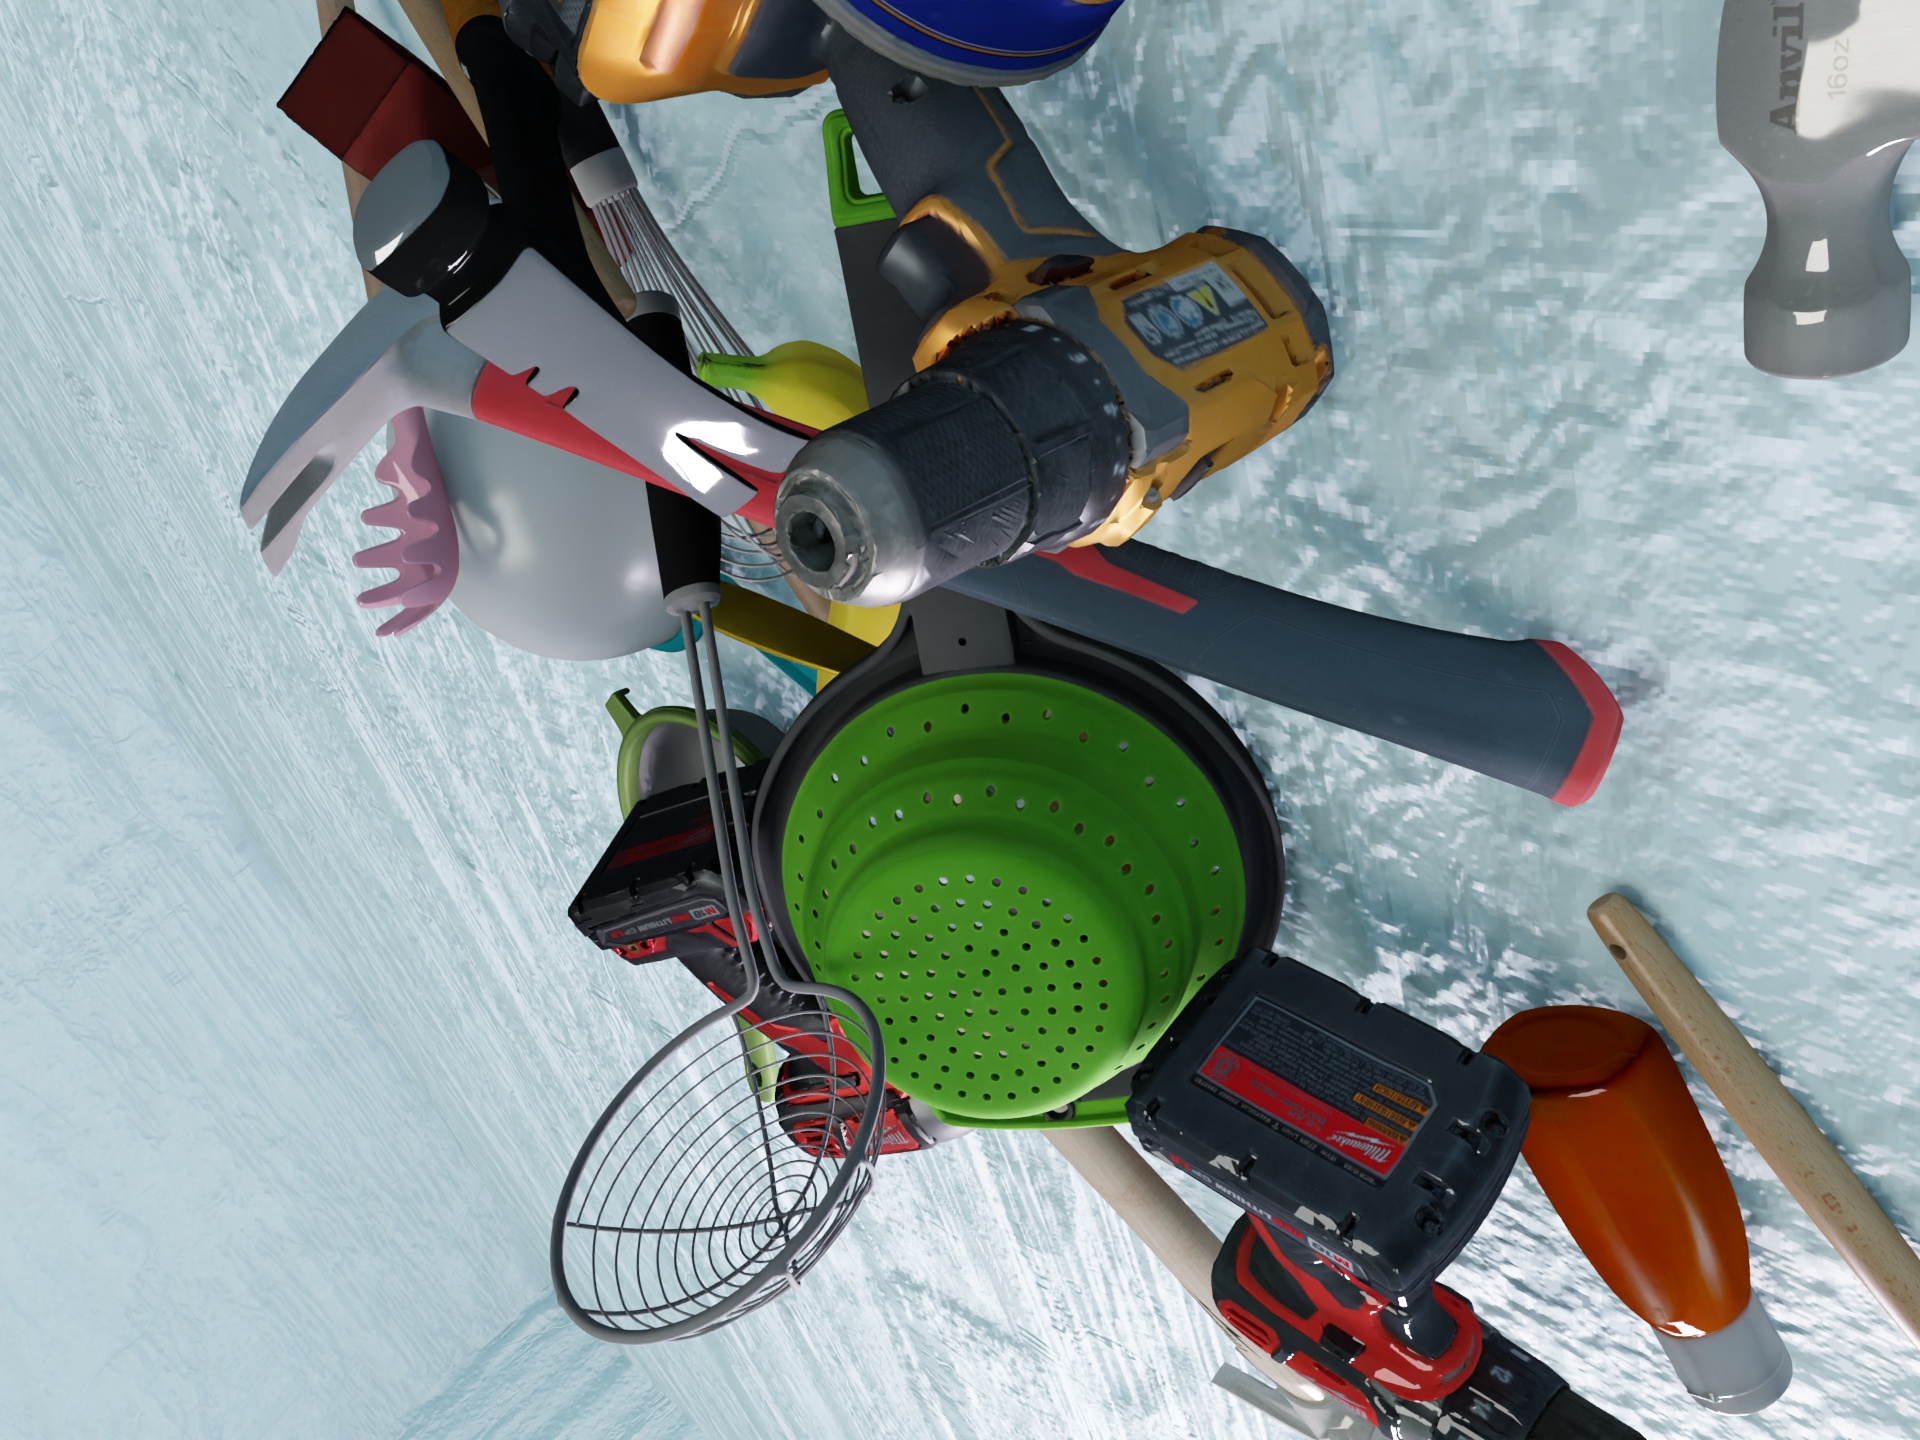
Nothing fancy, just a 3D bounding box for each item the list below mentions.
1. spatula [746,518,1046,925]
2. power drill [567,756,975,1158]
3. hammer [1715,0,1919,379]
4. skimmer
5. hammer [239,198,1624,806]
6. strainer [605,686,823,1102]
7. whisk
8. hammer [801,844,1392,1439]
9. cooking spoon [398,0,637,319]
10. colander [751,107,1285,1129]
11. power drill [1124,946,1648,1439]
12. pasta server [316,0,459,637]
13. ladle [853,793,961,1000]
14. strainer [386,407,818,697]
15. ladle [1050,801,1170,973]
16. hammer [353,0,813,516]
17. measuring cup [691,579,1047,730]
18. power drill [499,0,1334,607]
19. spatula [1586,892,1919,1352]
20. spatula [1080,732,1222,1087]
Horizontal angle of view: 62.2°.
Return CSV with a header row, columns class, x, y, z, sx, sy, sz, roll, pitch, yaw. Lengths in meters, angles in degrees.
class,x,y,z,sx,sy,sz,roll,pitch,yaw
spatula,-0.047,-0.031,0.727,0.315,0.018,0.060,57,153,-13
power drill,-0.069,0.128,0.768,0.143,0.079,0.219,-17,122,35
hammer,0.266,-0.098,0.198,0.331,0.031,0.130,17,137,45
skimmer,-0.099,0.011,0.533,0.127,0.090,0.363,-19,74,29
hammer,-0.009,-0.044,0.459,0.386,0.143,0.038,20,148,9
strainer,-0.106,0.096,0.876,0.152,0.069,0.256,18,126,36
whisk,-0.126,-0.185,0.632,0.070,0.070,0.284,-2,118,55
hammer,0.063,0.202,0.734,0.410,0.038,0.146,50,158,-17
cooking spoon,-0.206,-0.274,0.618,0.319,0.017,0.068,56,155,17
colander,-0.001,-0.002,0.546,0.204,0.094,0.396,-6,111,13
power drill,0.161,0.200,0.566,0.188,0.080,0.226,24,150,39
pasta server,-0.267,-0.197,0.717,0.060,0.040,0.316,3,103,49
ladle,-0.035,0.097,0.800,0.078,0.062,0.320,47,153,16
strainer,-0.184,-0.073,0.777,0.341,0.095,0.210,38,149,31
ladle,0.087,0.107,0.689,0.315,0.031,0.069,58,148,-9
hammer,-0.134,-0.202,0.485,0.127,0.034,0.337,34,-154,-47
measuring cup,-0.035,-0.028,0.613,0.156,0.062,0.029,20,154,-21
power drill,-0.024,-0.137,0.407,0.226,0.185,0.084,51,138,6
spatula,0.286,0.185,0.478,0.317,0.044,0.082,52,154,1
spatula,0.046,-0.001,0.604,0.081,0.041,0.322,-16,113,14
